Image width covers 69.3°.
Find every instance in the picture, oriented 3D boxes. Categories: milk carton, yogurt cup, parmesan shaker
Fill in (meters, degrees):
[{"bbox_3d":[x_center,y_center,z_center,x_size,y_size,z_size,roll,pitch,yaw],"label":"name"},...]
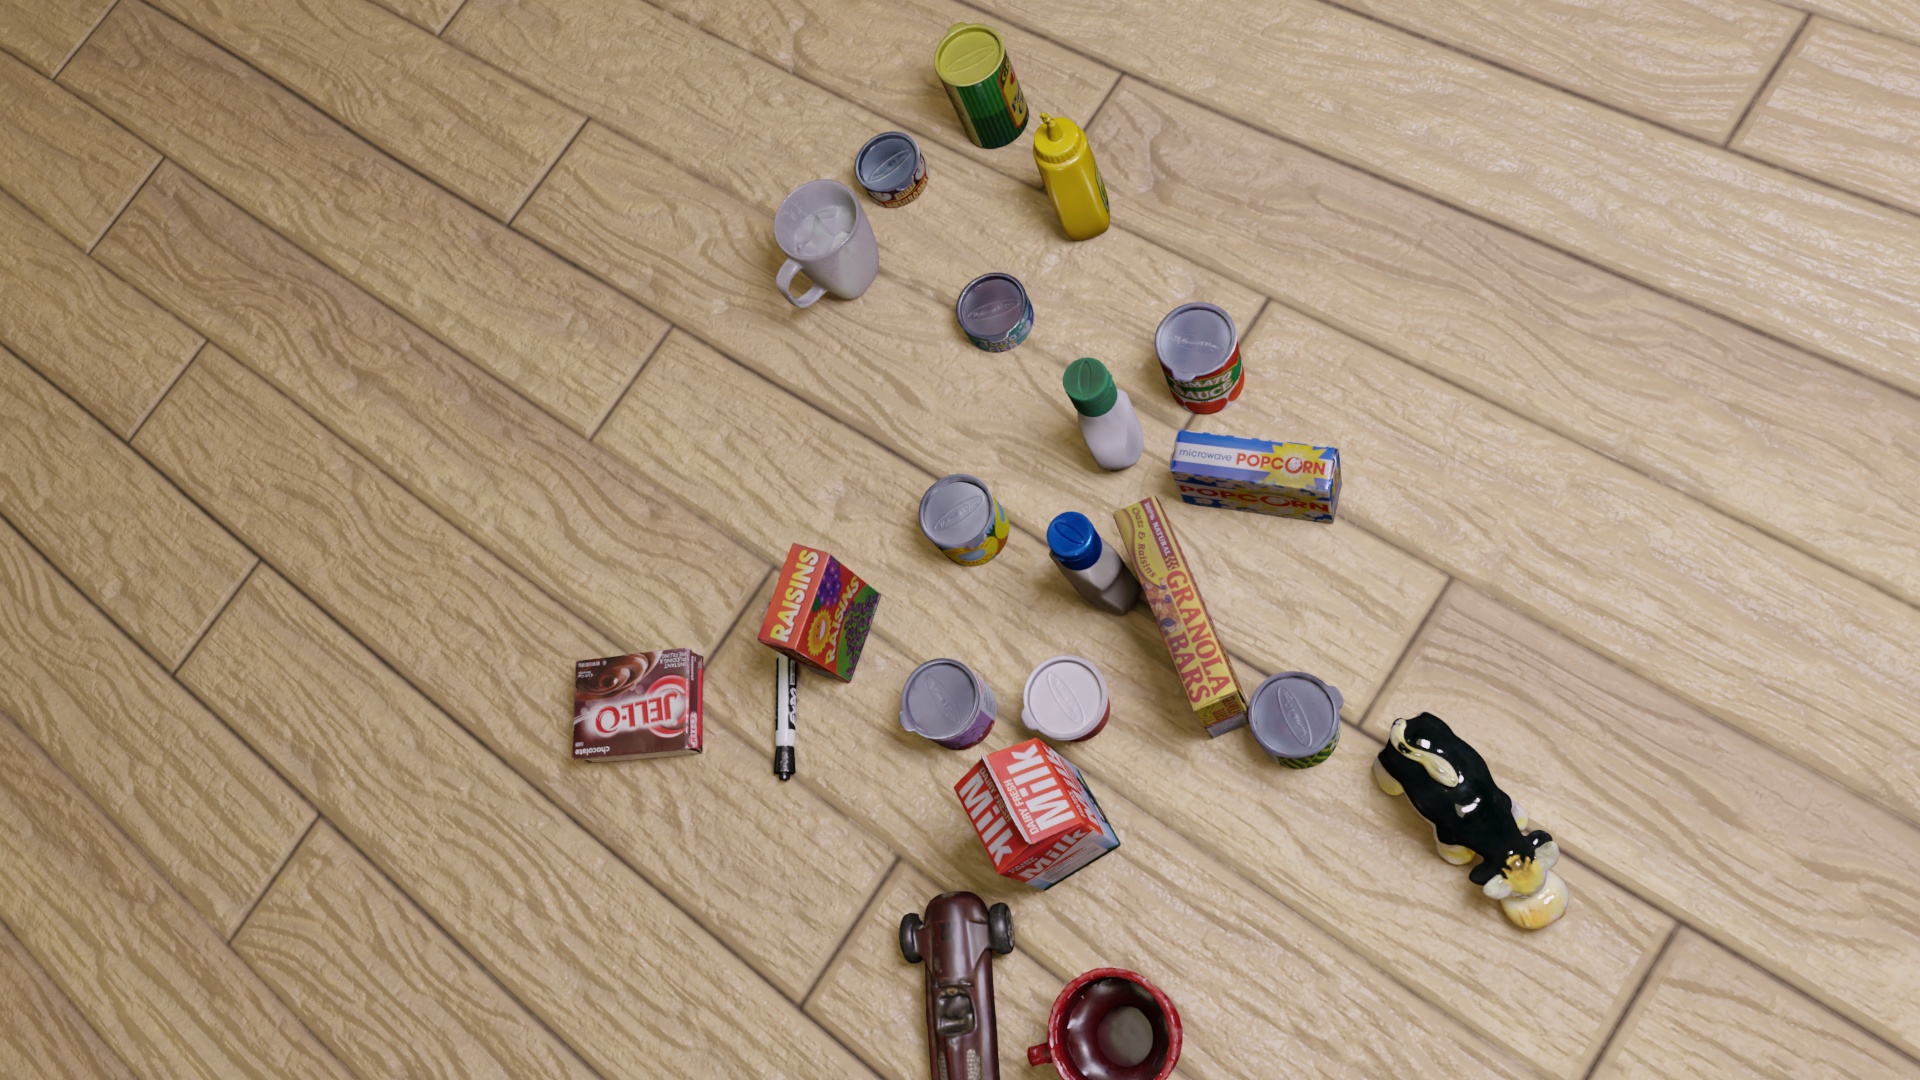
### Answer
[{"bbox_3d":[0.055,0.202,1.023,0.073,0.190,0.072,-32,66,5],"label":"milk carton"},{"bbox_3d":[0.089,0.130,1.112,0.072,0.054,0.072,-5,71,15],"label":"yogurt cup"},{"bbox_3d":[0.021,-0.423,1.294,0.071,0.103,0.071,-5,71,15],"label":"parmesan shaker"}]

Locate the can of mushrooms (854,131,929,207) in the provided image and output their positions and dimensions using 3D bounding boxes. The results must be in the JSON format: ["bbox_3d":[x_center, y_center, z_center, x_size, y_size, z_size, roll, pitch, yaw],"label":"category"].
[{"bbox_3d":[-0.064,-0.354,1.334,0.071,0.033,0.071,-5,71,15],"label":"can of mushrooms"}]

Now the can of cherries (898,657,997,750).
[{"bbox_3d":[-0.011,0.136,1.138,0.071,0.058,0.071,-5,71,15],"label":"can of cherries"}]

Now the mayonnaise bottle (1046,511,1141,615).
[{"bbox_3d":[0.102,0.017,1.095,0.065,0.148,0.041,34,85,24],"label":"mayonnaise bottle"}]

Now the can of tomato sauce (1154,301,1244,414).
[{"bbox_3d":[0.201,-0.149,1.158,0.071,0.083,0.071,-5,71,15],"label":"can of tomato sauce"}]

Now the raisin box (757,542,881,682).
[{"bbox_3d":[-0.116,0.062,1.159,0.040,0.123,0.086,15,77,21],"label":"raisin box"}]

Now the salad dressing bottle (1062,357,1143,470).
[{"bbox_3d":[0.116,-0.104,1.132,0.044,0.147,0.064,-2,72,16],"label":"salad dressing bottle"}]

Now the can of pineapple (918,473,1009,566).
[{"bbox_3d":[0.004,-0.015,1.185,0.071,0.057,0.071,-5,71,15],"label":"can of pineapple"}]

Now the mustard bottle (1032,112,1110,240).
[{"bbox_3d":[0.094,-0.322,1.206,0.049,0.160,0.065,-16,69,12],"label":"mustard bottle"}]

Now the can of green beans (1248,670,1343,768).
[{"bbox_3d":[0.255,0.138,1.058,0.071,0.057,0.071,-5,71,15],"label":"can of green beans"}]

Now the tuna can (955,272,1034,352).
[{"bbox_3d":[0.032,-0.203,1.254,0.071,0.032,0.071,-5,71,15],"label":"tuna can"}]

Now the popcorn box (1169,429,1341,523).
[{"bbox_3d":[0.237,-0.051,1.112,0.127,0.085,0.038,9,75,19],"label":"popcorn box"}]

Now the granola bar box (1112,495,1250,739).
[{"bbox_3d":[0.173,0.061,1.072,0.039,0.124,0.166,-23,67,9],"label":"granola bar box"}]
